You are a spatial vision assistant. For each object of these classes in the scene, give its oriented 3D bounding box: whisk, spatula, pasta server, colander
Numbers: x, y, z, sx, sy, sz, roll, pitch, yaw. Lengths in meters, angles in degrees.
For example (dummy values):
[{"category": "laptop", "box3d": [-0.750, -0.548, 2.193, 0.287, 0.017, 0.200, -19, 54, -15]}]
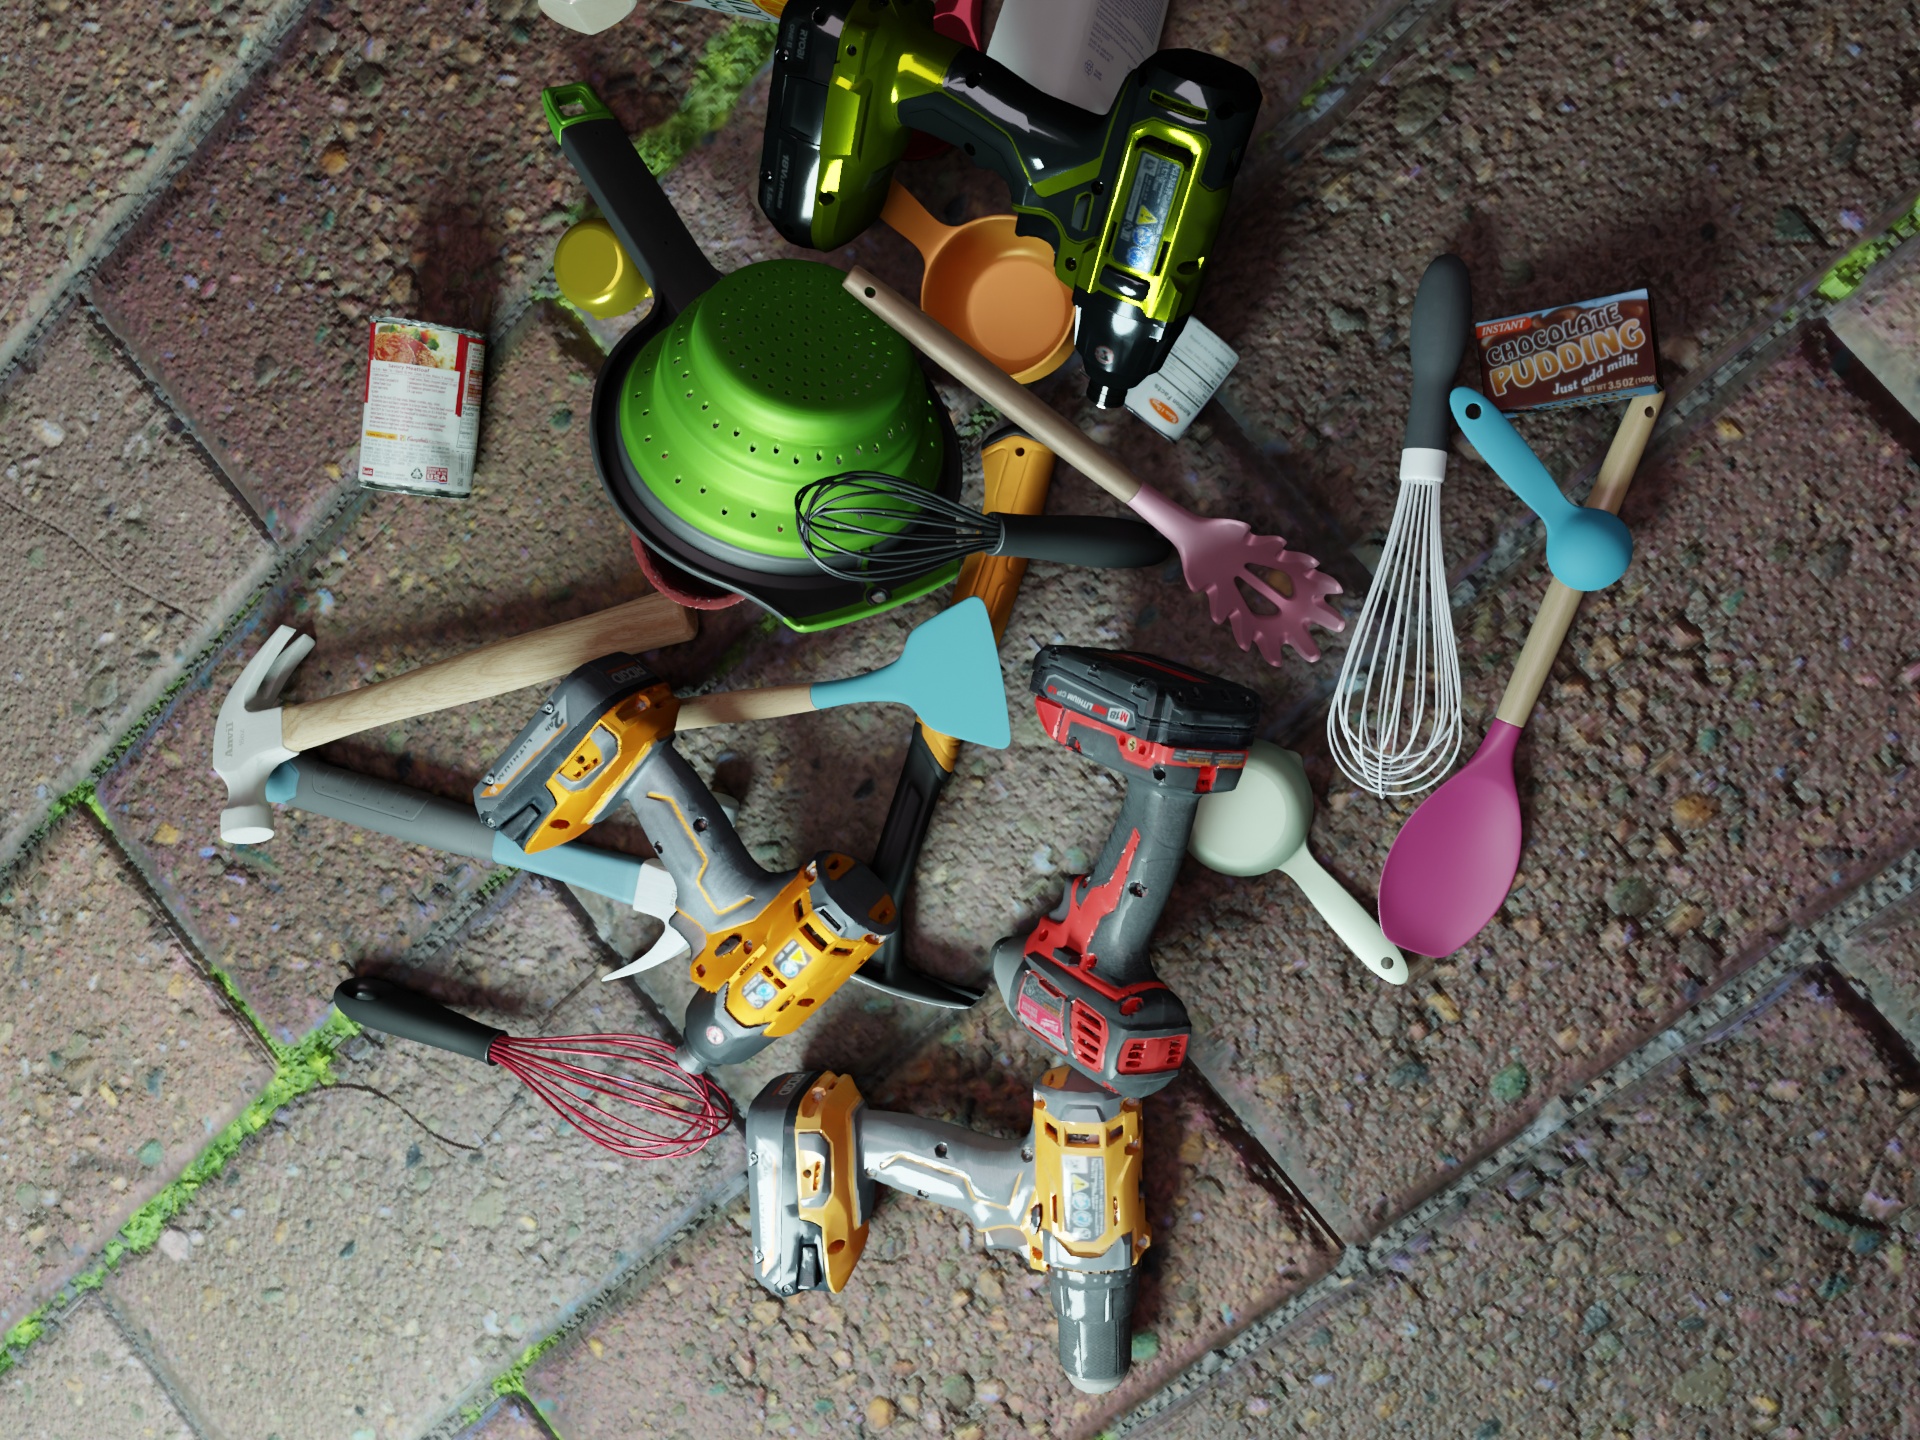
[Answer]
[{"category": "whisk", "box3d": [-0.275, 0.212, 1.003, 0.296, 0.073, 0.073, 14, 99, 19]}, {"category": "spatula", "box3d": [-0.111, -0.011, 0.917, 0.317, 0.044, 0.082, -7, 98, 26]}, {"category": "whisk", "box3d": [0.019, -0.095, 0.817, 0.055, 0.238, 0.055, 2, 92, 55]}, {"category": "whisk", "box3d": [0.238, -0.100, 0.829, 0.070, 0.070, 0.284, 7, 91, 15]}, {"category": "pasta server", "box3d": [0.071, -0.134, 0.826, 0.316, 0.040, 0.060, 35, 103, -15]}, {"category": "colander", "box3d": [-0.129, -0.236, 0.859, 0.204, 0.094, 0.397, -23, 69, -27]}]

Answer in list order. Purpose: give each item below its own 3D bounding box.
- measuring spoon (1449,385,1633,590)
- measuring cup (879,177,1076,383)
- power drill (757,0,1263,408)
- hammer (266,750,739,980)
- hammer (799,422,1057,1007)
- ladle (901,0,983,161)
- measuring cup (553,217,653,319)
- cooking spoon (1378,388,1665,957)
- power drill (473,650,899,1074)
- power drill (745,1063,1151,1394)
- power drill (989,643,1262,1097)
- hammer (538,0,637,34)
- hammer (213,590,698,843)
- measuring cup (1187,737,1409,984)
[{"category": "measuring spoon", "box3d": [0.291, -0.118, 0.799, 0.042, 0.021, 0.128, -41, 94, 10]}, {"category": "measuring cup", "box3d": [-0.003, -0.258, 0.883, 0.174, 0.052, 0.095, 44, 105, 10]}, {"category": "power drill", "box3d": [0.018, -0.262, 0.779, 0.223, 0.080, 0.171, 26, 131, 13]}, {"category": "hammer", "box3d": [-0.302, 0.072, 1.008, 0.331, 0.033, 0.128, 14, 98, 14]}, {"category": "hammer", "box3d": [-0.001, -0.003, 0.914, 0.127, 0.034, 0.337, 20, 100, 14]}, {"category": "ladle", "box3d": [0.024, -0.457, 0.869, 0.069, 0.031, 0.315, 24, 99, 6]}, {"category": "measuring cup", "box3d": [-0.172, -0.257, 0.941, 0.156, 0.029, 0.062, 19, 100, 15]}, {"category": "cooking spoon", "box3d": [0.298, -0.023, 0.835, 0.068, 0.017, 0.319, 19, 100, -4]}, {"category": "power drill", "box3d": [-0.166, 0.090, 0.913, 0.226, 0.084, 0.164, 44, 109, 3]}, {"category": "power drill", "box3d": [-0.003, 0.292, 0.922, 0.226, 0.084, 0.185, -1, 96, 12]}, {"category": "power drill", "box3d": [0.077, 0.076, 0.859, 0.143, 0.078, 0.219, 25, 107, 54]}, {"category": "hammer", "box3d": [-0.140, -0.561, 0.849, 0.146, 0.038, 0.411, 20, 85, 14]}, {"category": "hammer", "box3d": [-0.319, -0.026, 0.990, 0.331, 0.031, 0.130, -16, 69, 11]}, {"category": "measuring cup", "box3d": [0.184, 0.082, 0.866, 0.083, 0.038, 0.168, -44, 81, 15]}]
